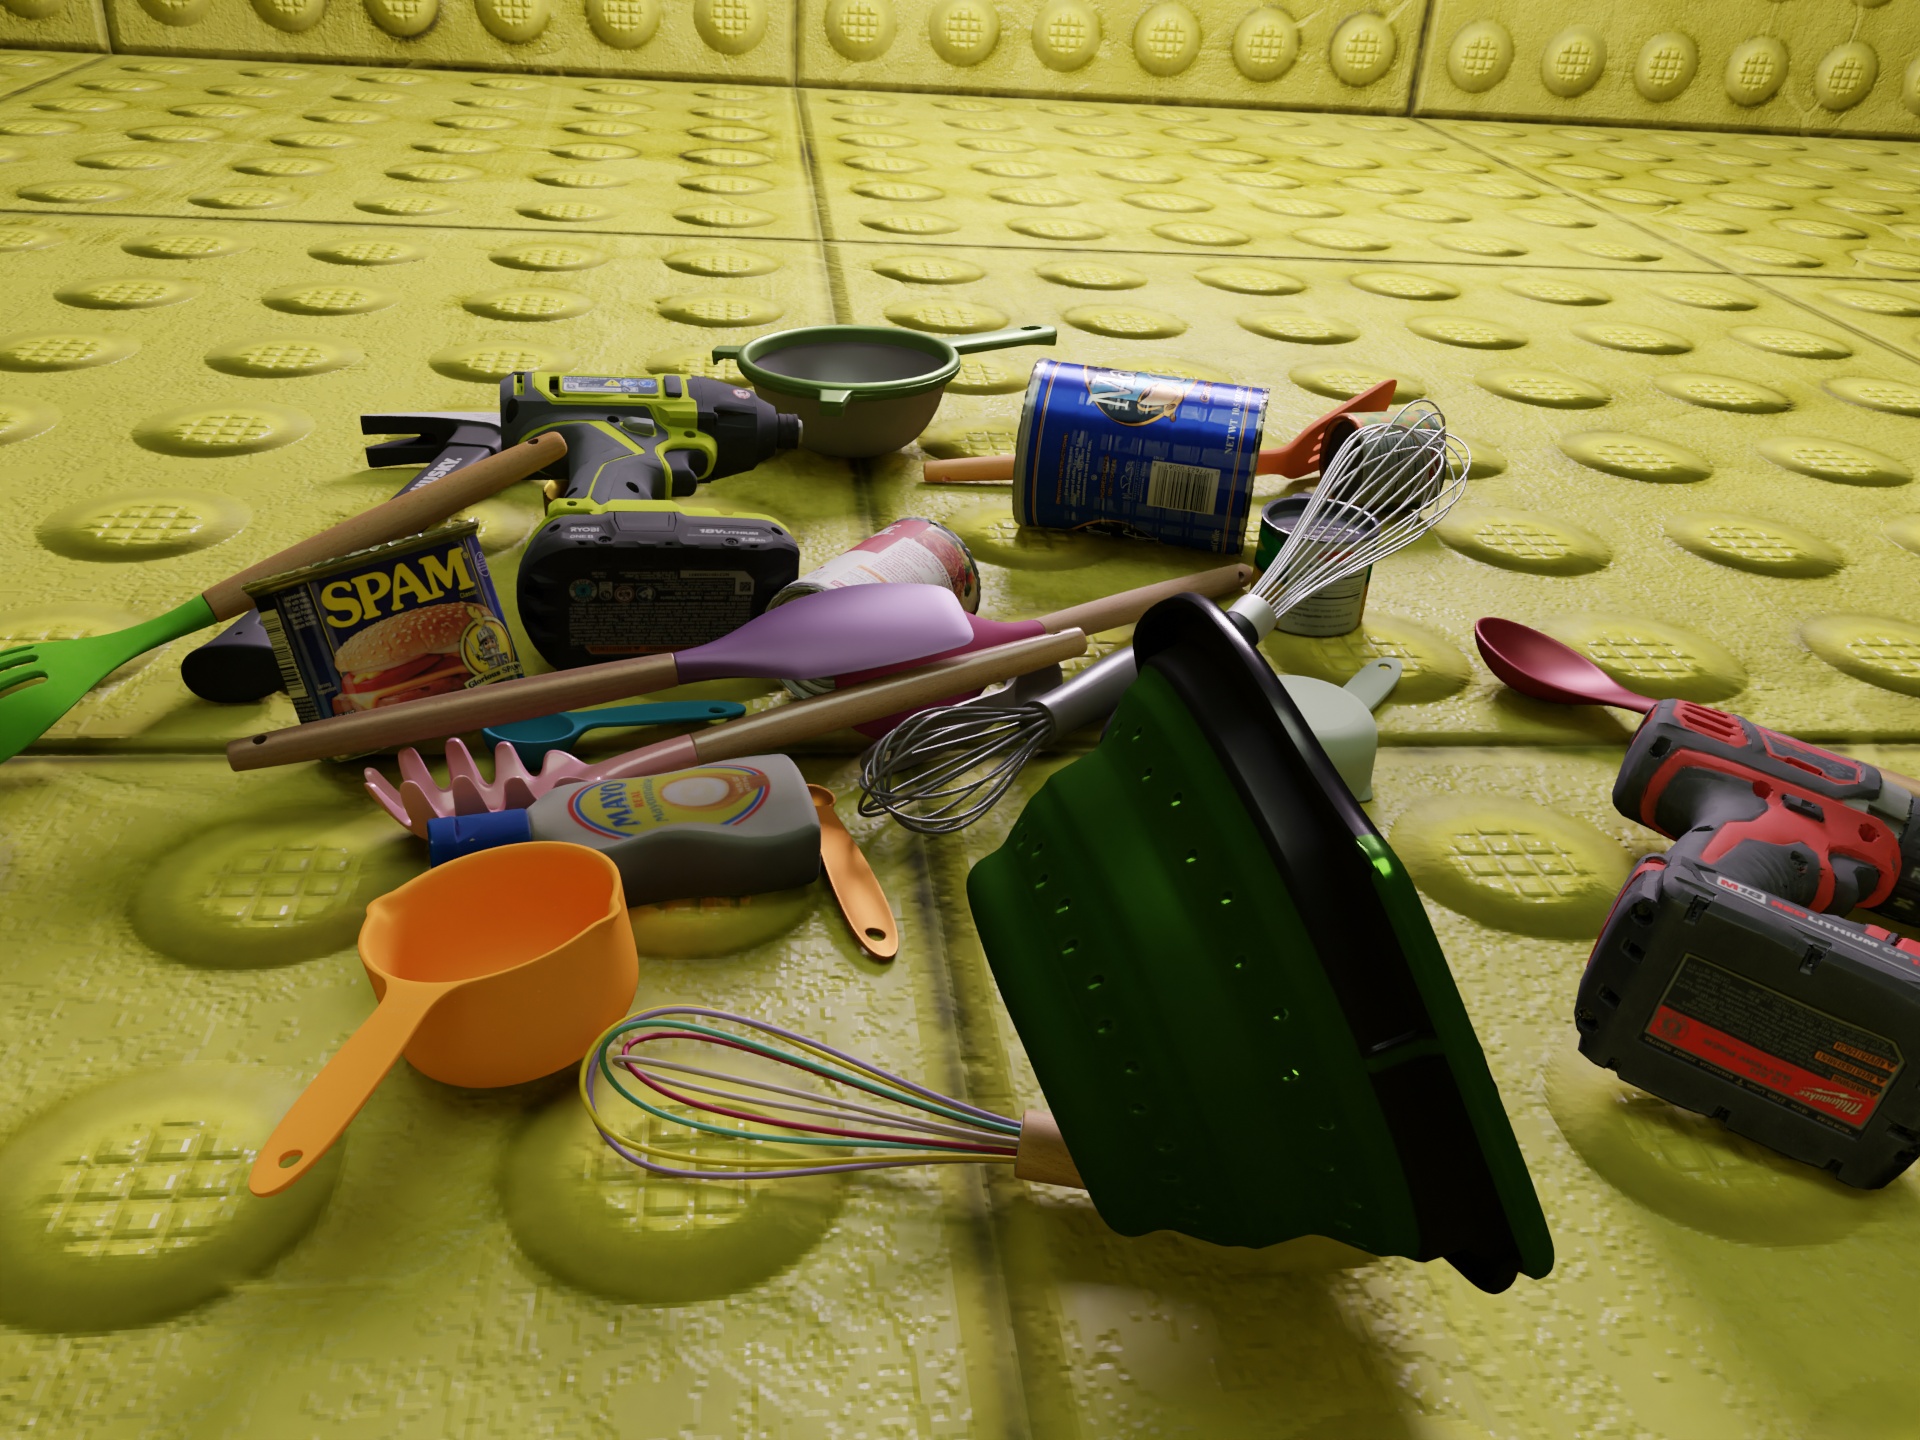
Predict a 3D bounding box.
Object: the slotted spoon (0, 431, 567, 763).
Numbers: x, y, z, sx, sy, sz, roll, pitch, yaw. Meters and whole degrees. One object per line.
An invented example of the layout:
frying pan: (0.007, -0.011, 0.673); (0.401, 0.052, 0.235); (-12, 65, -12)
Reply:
slotted spoon: (-0.322, -0.065, 0.733); (0.314, 0.031, 0.070); (-32, 47, -24)

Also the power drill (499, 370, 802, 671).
power drill: (-0.160, -0.120, 0.856); (0.171, 0.080, 0.223); (-1, 38, -14)

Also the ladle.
ladle: (0.379, 0.012, 0.748); (0.069, 0.031, 0.316); (-9, 26, -40)

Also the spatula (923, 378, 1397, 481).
spatula: (0.135, -0.182, 1.067); (0.322, 0.081, 0.041); (-4, 62, -6)

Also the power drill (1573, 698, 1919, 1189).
power drill: (0.340, 0.077, 0.611); (0.188, 0.080, 0.227); (24, 30, 19)

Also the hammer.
hammer: (-0.323, -0.102, 0.877); (0.146, 0.035, 0.335); (5, 31, 7)

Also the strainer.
strainer: (-0.034, -0.231, 1.108); (0.256, 0.069, 0.152); (-18, 34, -34)

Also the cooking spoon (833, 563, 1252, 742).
cooking spoon: (0.056, -0.050, 0.825); (0.319, 0.069, 0.017); (-18, 7, -43)

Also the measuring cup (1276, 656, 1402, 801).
measuring cup: (0.183, -0.011, 0.778); (0.083, 0.038, 0.167); (22, 36, 28)

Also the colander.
colander: (0.058, 0.064, 0.524); (0.094, 0.204, 0.397); (-23, 9, 0)

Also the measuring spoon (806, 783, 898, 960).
measuring spoon: (-0.048, 0.062, 0.654); (0.021, 0.011, 0.117); (3, 31, -25)

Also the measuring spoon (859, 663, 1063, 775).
measuring spoon: (-0.001, -0.002, 0.754); (0.124, 0.034, 0.018); (-25, 30, -33)

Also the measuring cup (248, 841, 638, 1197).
measuring cup: (-0.165, 0.105, 0.509); (0.095, 0.052, 0.174); (0, 28, 16)

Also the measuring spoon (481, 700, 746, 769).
measuring spoon: (-0.157, 0.007, 0.735); (0.128, 0.021, 0.042); (-6, 24, -35)

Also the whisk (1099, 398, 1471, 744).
whisk: (0.165, -0.068, 0.798); (0.070, 0.070, 0.284); (29, 60, 36)

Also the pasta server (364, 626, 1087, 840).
pasta server: (-0.091, -0.002, 0.689); (0.316, 0.040, 0.060); (-16, 19, -16)

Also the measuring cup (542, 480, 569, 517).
measuring cup: (-0.197, -0.141, 0.977); (0.062, 0.029, 0.156); (16, 28, 19)

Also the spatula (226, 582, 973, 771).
spatula: (-0.149, -0.019, 0.688); (0.316, 0.018, 0.060); (-13, 45, -14)

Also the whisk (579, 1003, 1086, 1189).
whisk: (-0.002, 0.128, 0.511); (0.245, 0.051, 0.047); (9, 24, 3)

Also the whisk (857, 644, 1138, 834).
whisk: (0.038, -0.002, 0.740); (0.055, 0.055, 0.239); (24, 32, 31)
